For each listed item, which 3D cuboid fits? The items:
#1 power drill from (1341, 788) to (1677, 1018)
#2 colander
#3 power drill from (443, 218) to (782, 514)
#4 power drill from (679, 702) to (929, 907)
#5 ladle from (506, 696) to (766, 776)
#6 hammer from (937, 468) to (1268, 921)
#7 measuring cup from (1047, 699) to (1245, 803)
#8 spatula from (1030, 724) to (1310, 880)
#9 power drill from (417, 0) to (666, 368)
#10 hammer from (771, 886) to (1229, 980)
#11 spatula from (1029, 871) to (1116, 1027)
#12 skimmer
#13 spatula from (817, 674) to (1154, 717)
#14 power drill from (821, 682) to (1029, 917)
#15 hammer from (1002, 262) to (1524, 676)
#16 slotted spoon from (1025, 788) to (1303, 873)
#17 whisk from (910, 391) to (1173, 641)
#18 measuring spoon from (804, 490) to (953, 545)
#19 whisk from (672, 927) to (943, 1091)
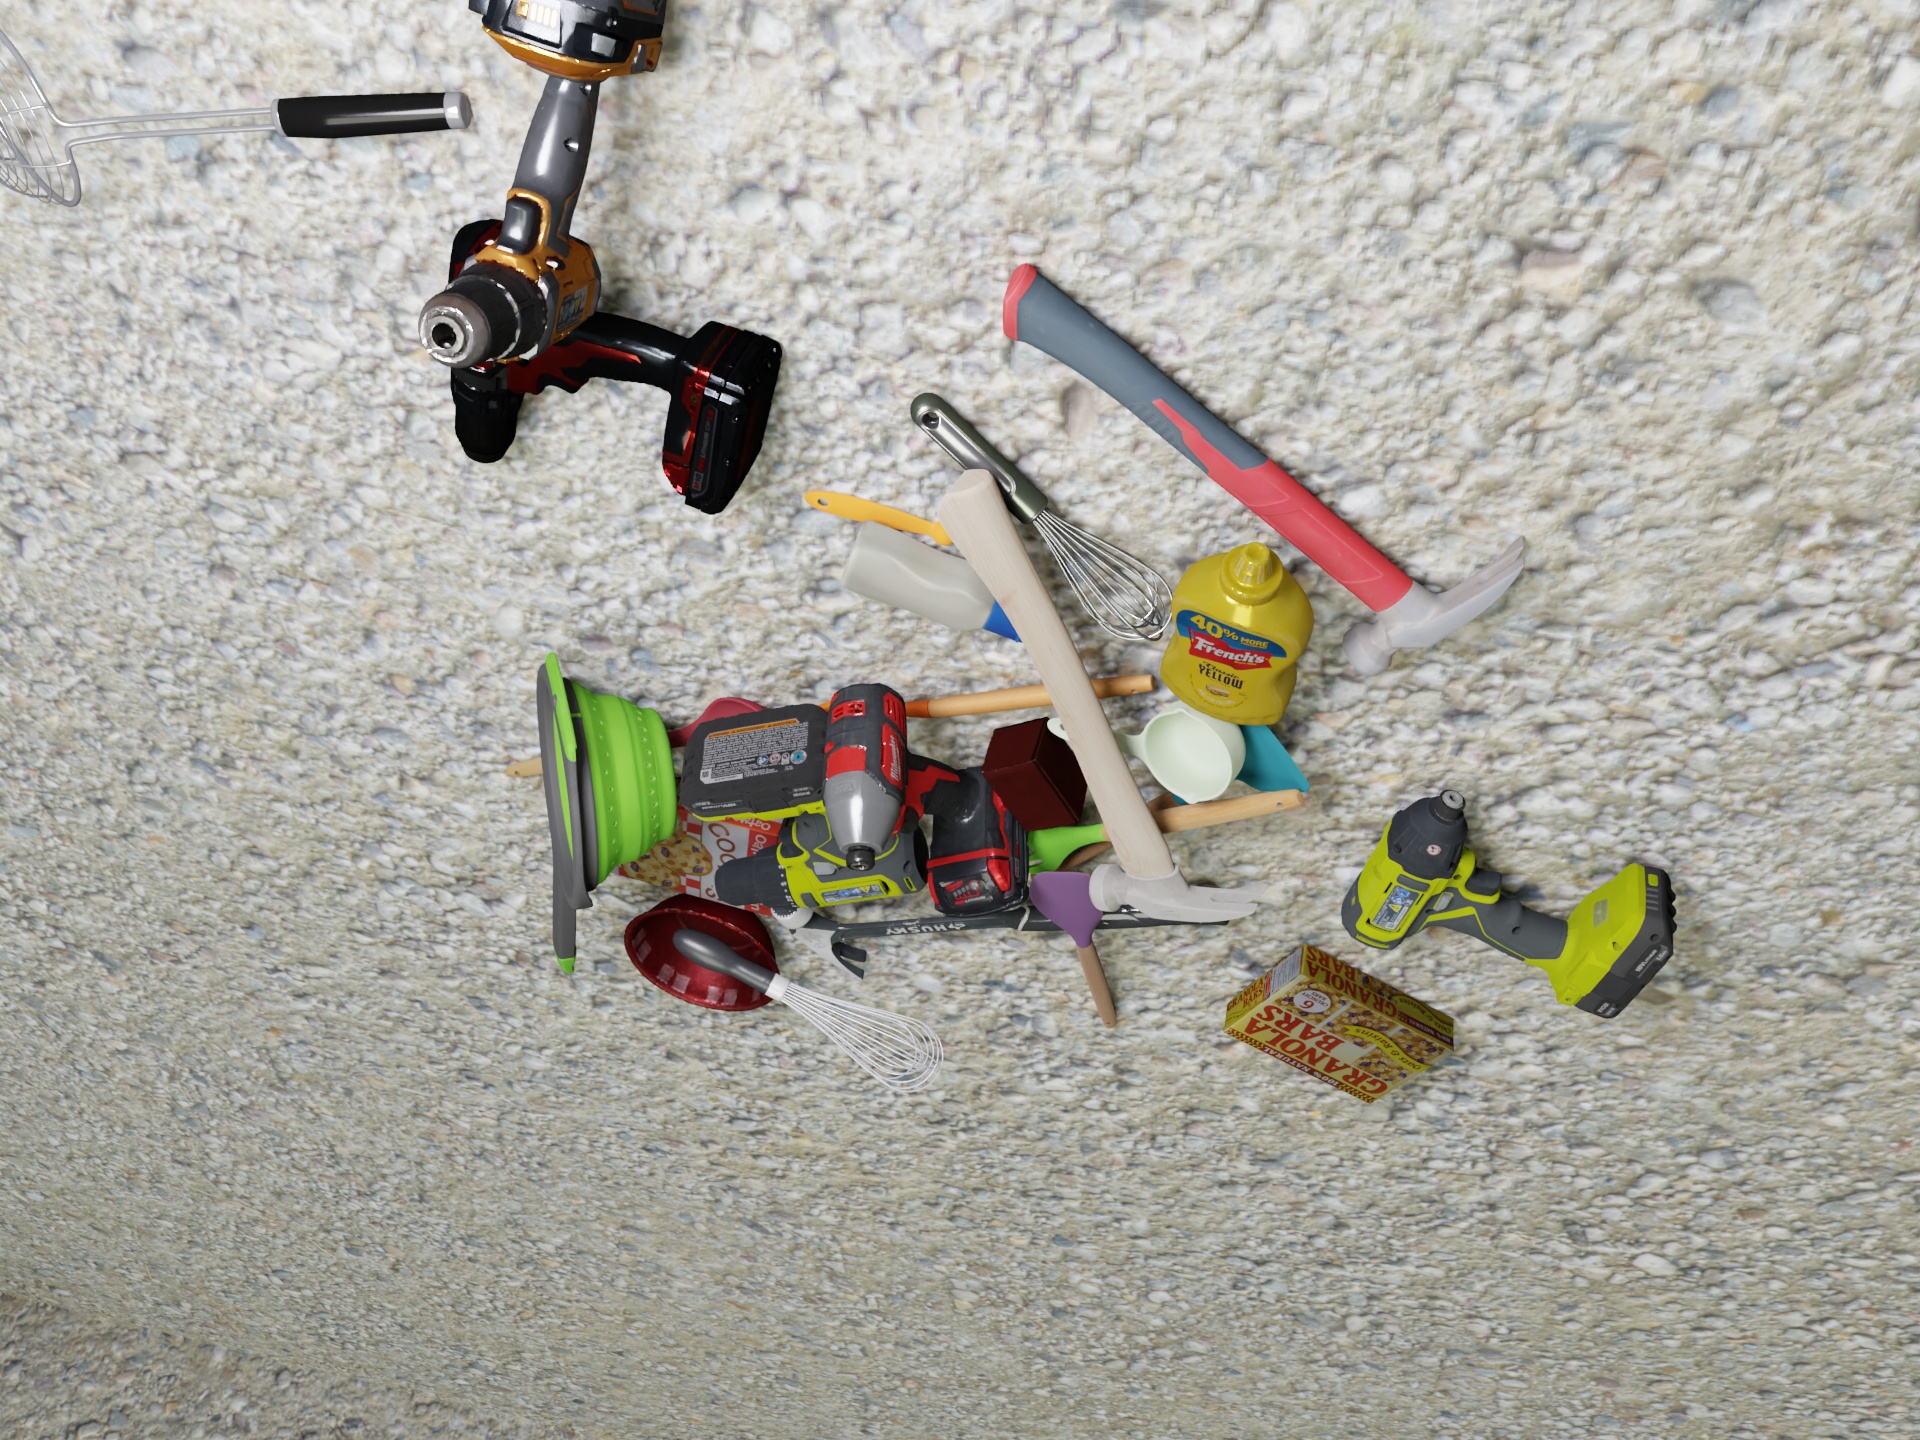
[{"bbox_3d":[0.435,0.141,1.257,0.223,0.080,0.171,19,137,3],"label":"power drill"},{"bbox_3d":[-0.306,0.101,1.381,0.094,0.205,0.396,-7,143,-20],"label":"colander"},{"bbox_3d":[-0.252,-0.226,1.104,0.226,0.080,0.187,22,137,-1],"label":"power drill"},{"bbox_3d":[-0.146,0.088,1.330,0.190,0.080,0.228,-9,145,12],"label":"power drill"},{"bbox_3d":[-0.284,0.024,1.404,0.315,0.031,0.069,-10,118,29],"label":"ladle"},{"bbox_3d":[0.096,-0.005,1.163,0.146,0.038,0.410,-1,130,38],"label":"hammer"},{"bbox_3d":[0.144,0.011,1.228,0.168,0.038,0.083,13,125,37],"label":"measuring cup"},{"bbox_3d":[0.155,0.077,1.303,0.082,0.044,0.317,52,133,-2],"label":"spatula"},{"bbox_3d":[-0.242,-0.311,0.896,0.084,0.185,0.226,19,116,-1],"label":"power drill"},{"bbox_3d":[0.040,0.185,1.447,0.409,0.036,0.149,-6,146,20],"label":"hammer"},{"bbox_3d":[0.112,0.209,1.424,0.060,0.018,0.315,0,147,15],"label":"spatula"},{"bbox_3d":[-0.490,-0.401,1.034,0.363,0.090,0.127,-1,132,5],"label":"skimmer"},{"bbox_3d":[-0.002,-0.004,1.273,0.322,0.041,0.080,-7,144,22],"label":"spatula"},{"bbox_3d":[-0.031,0.075,1.249,0.078,0.143,0.219,-15,149,28],"label":"power drill"},{"bbox_3d":[0.191,-0.175,1.037,0.386,0.038,0.143,35,133,-18],"label":"hammer"},{"bbox_3d":[0.138,0.085,1.286,0.314,0.031,0.070,-14,116,41],"label":"slotted spoon"},{"bbox_3d":[0.058,-0.140,1.111,0.246,0.059,0.058,41,122,-17],"label":"whisk"},{"bbox_3d":[-0.059,-0.148,1.165,0.117,0.011,0.021,15,137,3],"label":"measuring spoon"},{"bbox_3d":[-0.144,0.267,1.508,0.284,0.070,0.070,28,136,-3],"label":"whisk"}]
